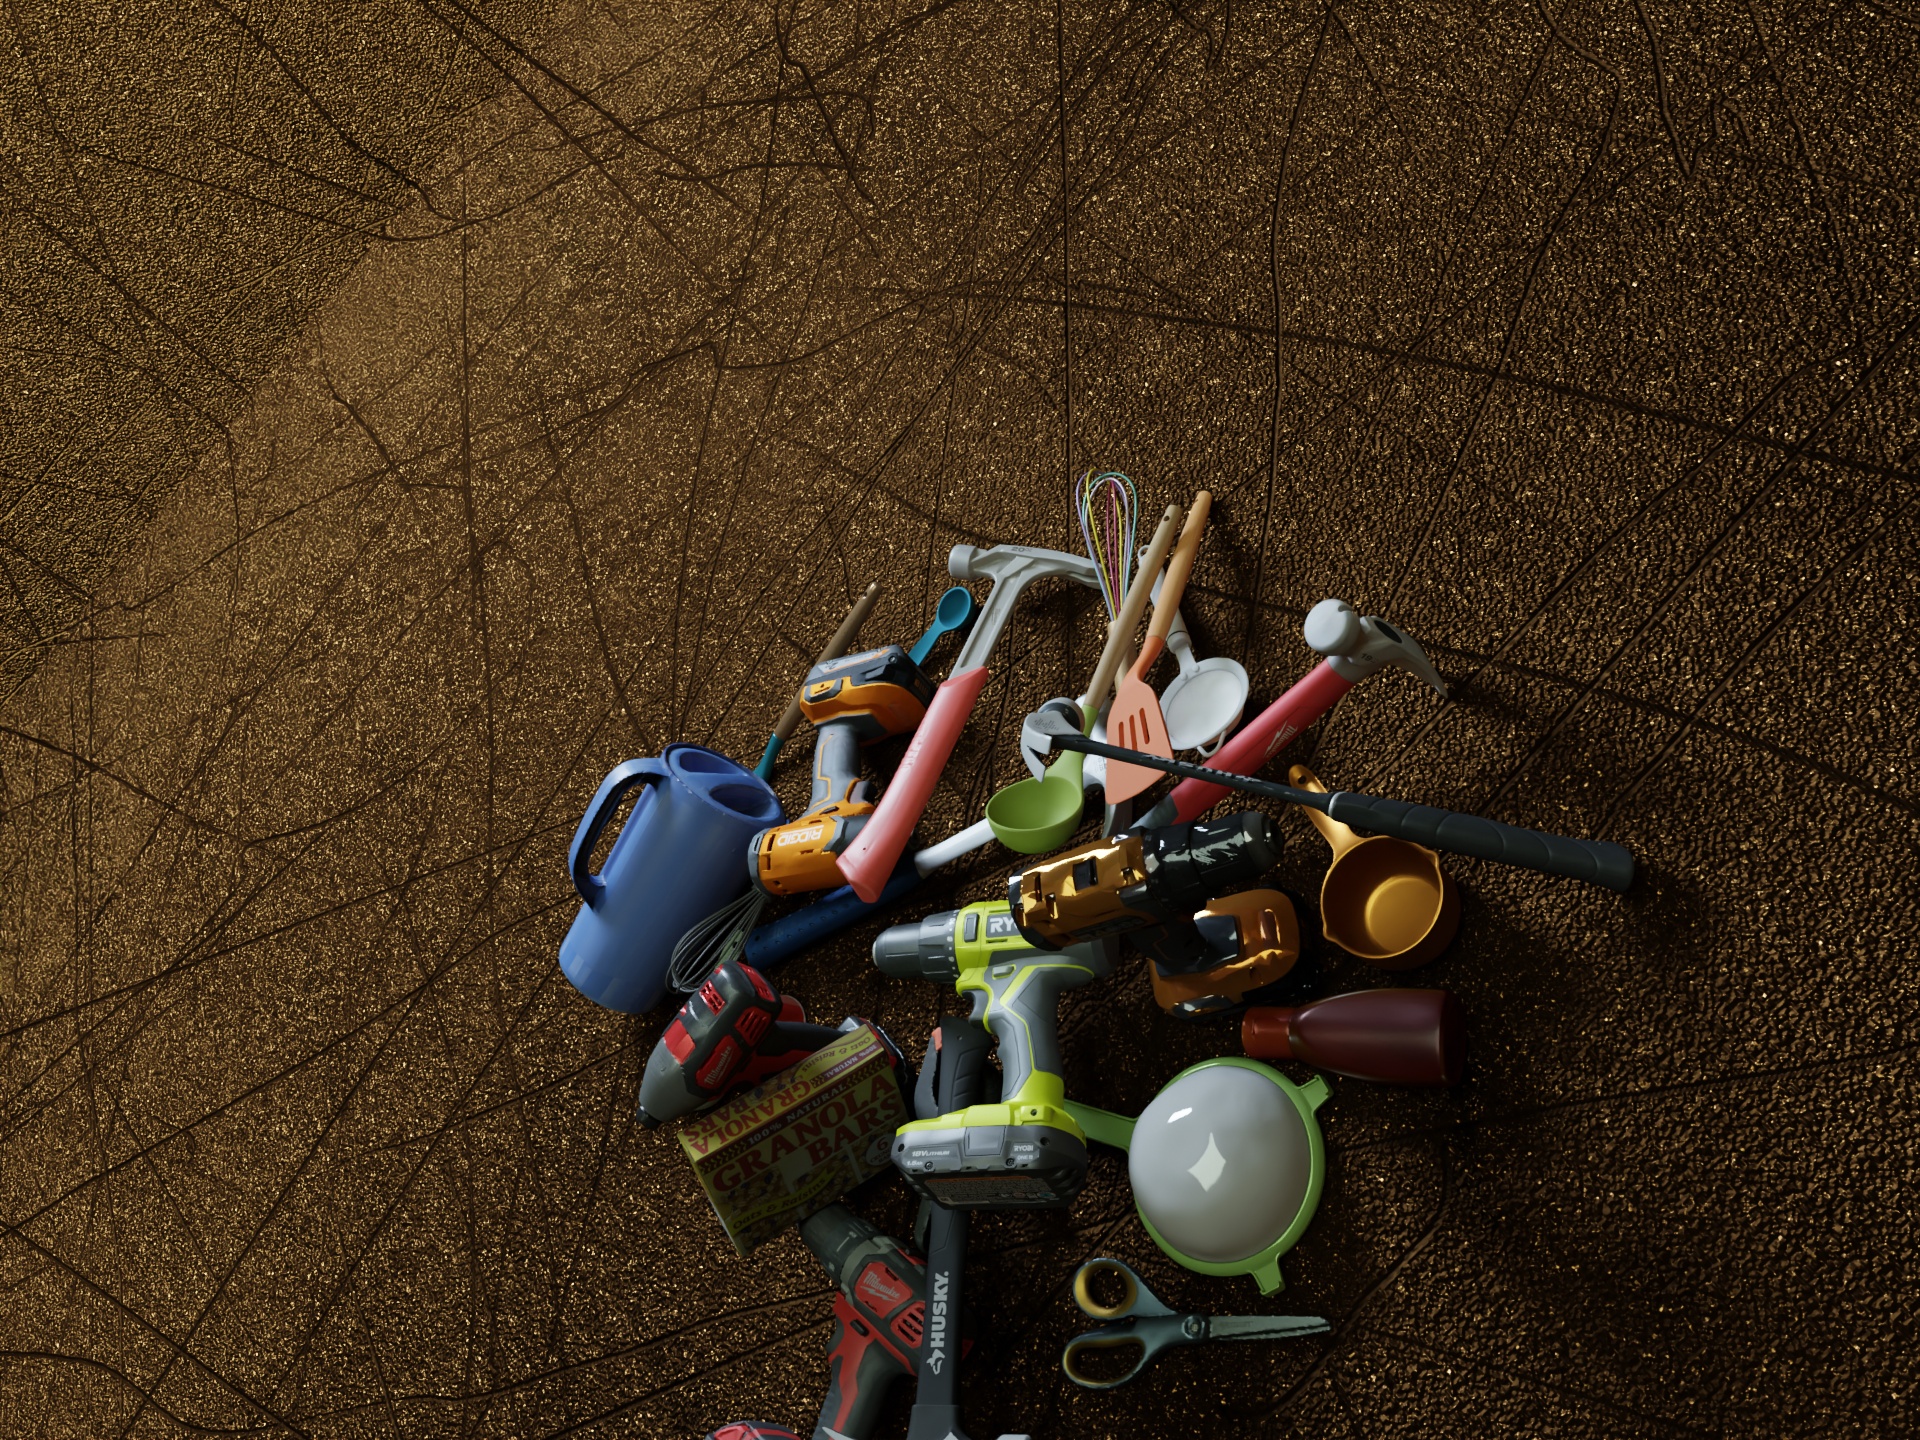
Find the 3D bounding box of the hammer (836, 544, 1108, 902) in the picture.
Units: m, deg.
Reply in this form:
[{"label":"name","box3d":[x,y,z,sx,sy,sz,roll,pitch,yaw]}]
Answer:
[{"label":"hammer","box3d":[-0.002,-0.004,1.345,0.149,0.036,0.359,11,59,26]}]

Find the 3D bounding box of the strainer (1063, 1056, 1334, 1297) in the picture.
[{"label":"strainer","box3d":[0.130,0.297,1.134,0.256,0.069,0.151,7,72,39]}]

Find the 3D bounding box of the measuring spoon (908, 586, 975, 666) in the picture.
[{"label":"measuring spoon","box3d":[-0.026,-0.070,1.499,0.128,0.021,0.042,-52,46,18]}]

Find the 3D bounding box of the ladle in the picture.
[{"label":"ladle","box3d":[0.110,-0.039,1.288,0.078,0.062,0.320,15,76,39]}]

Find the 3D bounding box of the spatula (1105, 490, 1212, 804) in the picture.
[{"label":"spatula","box3d":[0.168,-0.073,1.272,0.081,0.041,0.323,-38,22,48]}]

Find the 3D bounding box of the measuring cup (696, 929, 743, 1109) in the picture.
[{"label":"measuring cup","box3d":[-0.223,0.275,1.456,0.083,0.038,0.168,9,72,42]}]

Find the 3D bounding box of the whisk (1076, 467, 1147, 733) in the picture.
[{"label":"whisk","box3d":[0.135,-0.102,1.346,0.051,0.047,0.245,-8,73,6]}]

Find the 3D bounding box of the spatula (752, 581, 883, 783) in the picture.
[{"label":"spatula","box3d":[-0.169,-0.007,1.536,0.317,0.044,0.082,-55,41,19]}]

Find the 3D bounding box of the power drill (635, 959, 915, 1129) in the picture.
[{"label":"power drill","box3d":[-0.151,0.282,1.265,0.143,0.219,0.079,-52,46,4]}]

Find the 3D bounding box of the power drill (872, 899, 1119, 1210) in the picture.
[{"label":"power drill","box3d":[0.017,0.237,1.180,0.190,0.080,0.229,-8,52,19]}]

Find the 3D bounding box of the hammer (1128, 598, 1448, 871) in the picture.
[{"label":"hammer","box3d":[0.188,0.062,1.210,0.386,0.143,0.038,-44,45,27]}]

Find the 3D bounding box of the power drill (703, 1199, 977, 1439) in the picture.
[{"label":"power drill","box3d":[-0.107,0.495,1.219,0.188,0.080,0.227,28,83,44]}]

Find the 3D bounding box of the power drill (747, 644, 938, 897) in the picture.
[{"label":"power drill","box3d":[-0.088,0.046,1.411,0.164,0.084,0.227,-12,48,32]}]

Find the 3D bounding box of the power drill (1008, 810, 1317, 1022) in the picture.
[{"label":"power drill","box3d":[0.166,0.130,1.084,0.185,0.226,0.084,-22,55,29]}]

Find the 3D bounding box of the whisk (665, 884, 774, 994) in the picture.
[{"label":"whisk","box3d":[-0.182,0.155,1.443,0.055,0.055,0.239,19,60,43]}]

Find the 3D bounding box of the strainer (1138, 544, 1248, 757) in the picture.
[{"label":"strainer","box3d":[0.184,-0.058,1.302,0.087,0.050,0.259,-33,44,21]}]

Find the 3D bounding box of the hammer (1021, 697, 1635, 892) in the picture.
[{"label":"hammer","box3d":[0.236,0.052,1.064,0.409,0.149,0.036,13,102,12]}]

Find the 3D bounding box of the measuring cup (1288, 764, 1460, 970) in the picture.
[{"label":"measuring cup","box3d":[0.286,0.101,1.126,0.095,0.052,0.174,-40,46,15]}]

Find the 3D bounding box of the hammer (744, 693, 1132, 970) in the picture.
[{"label":"hammer","box3d":[-0.026,0.126,1.376,0.405,0.035,0.144,-30,51,24]}]

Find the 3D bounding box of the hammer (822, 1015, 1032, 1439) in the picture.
[{"label":"hammer","box3d":[-0.013,0.376,1.164,0.146,0.035,0.335,-7,56,17]}]
